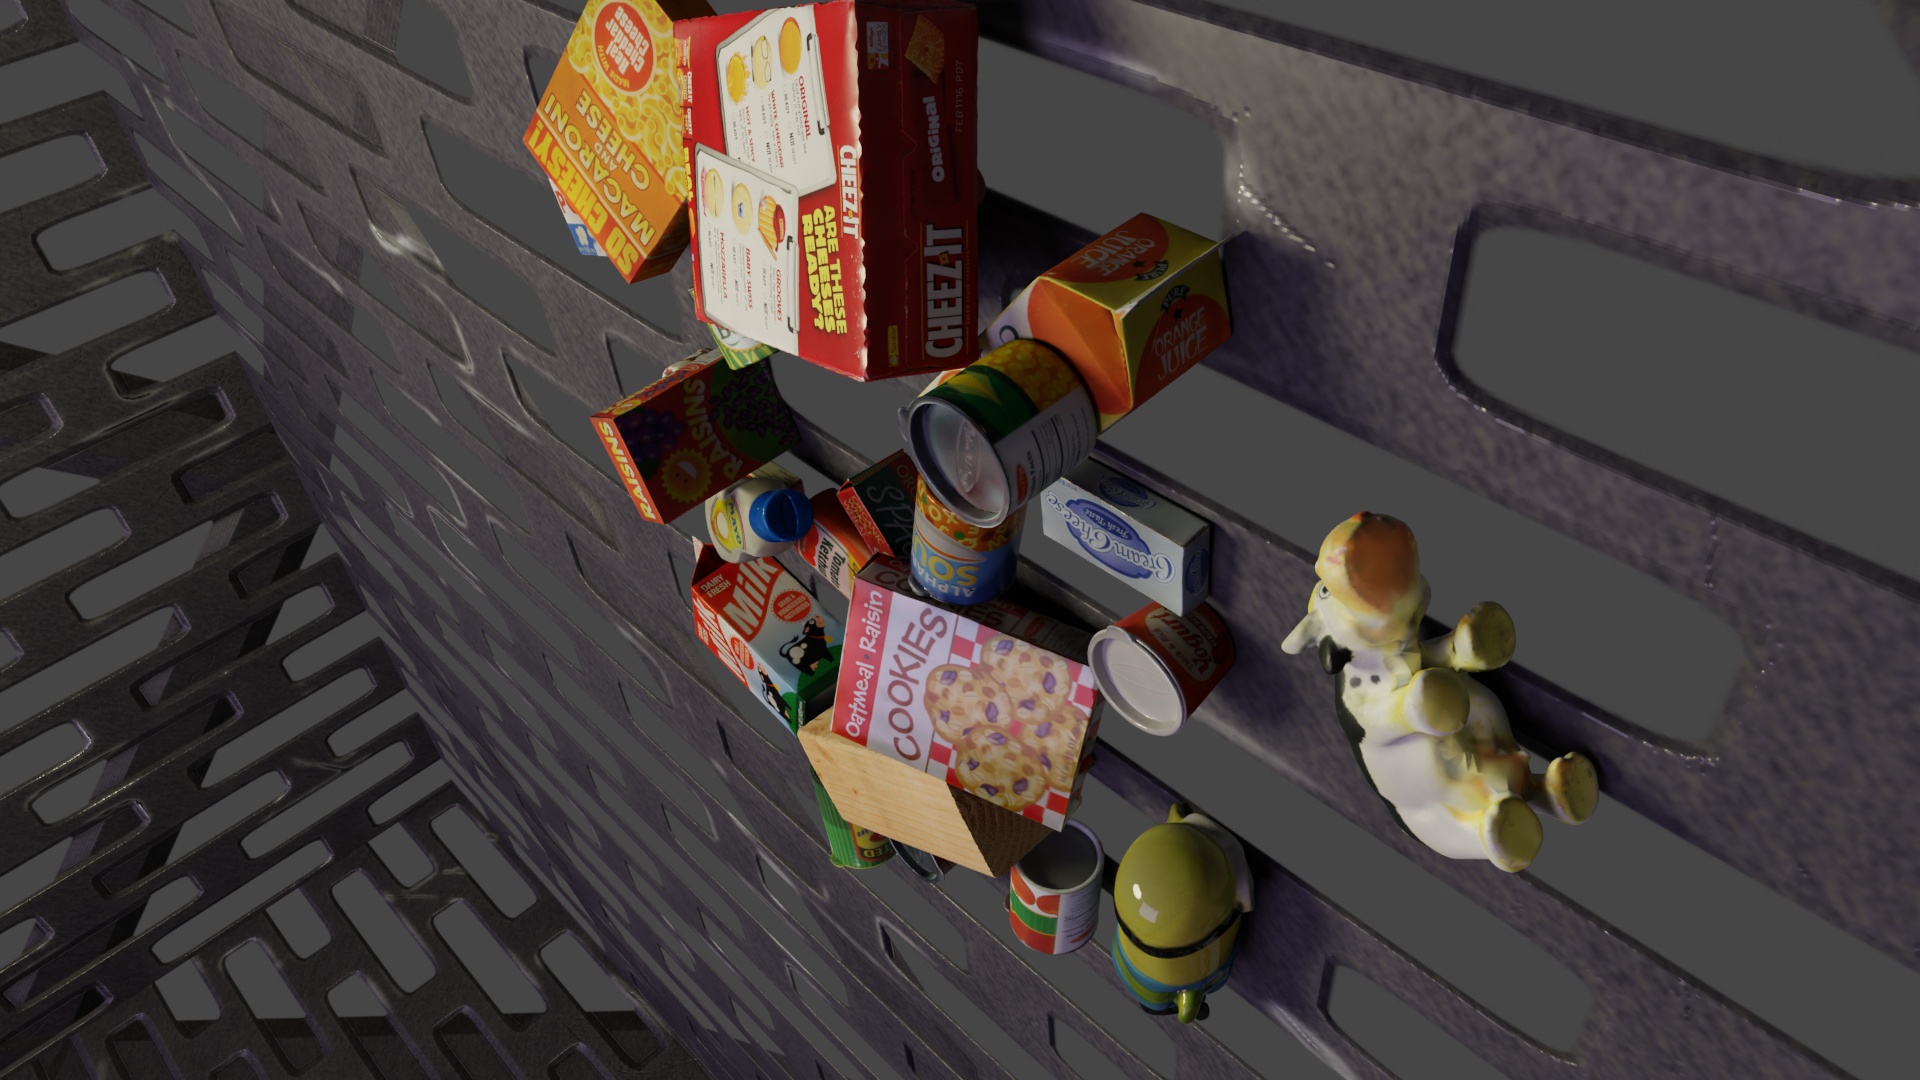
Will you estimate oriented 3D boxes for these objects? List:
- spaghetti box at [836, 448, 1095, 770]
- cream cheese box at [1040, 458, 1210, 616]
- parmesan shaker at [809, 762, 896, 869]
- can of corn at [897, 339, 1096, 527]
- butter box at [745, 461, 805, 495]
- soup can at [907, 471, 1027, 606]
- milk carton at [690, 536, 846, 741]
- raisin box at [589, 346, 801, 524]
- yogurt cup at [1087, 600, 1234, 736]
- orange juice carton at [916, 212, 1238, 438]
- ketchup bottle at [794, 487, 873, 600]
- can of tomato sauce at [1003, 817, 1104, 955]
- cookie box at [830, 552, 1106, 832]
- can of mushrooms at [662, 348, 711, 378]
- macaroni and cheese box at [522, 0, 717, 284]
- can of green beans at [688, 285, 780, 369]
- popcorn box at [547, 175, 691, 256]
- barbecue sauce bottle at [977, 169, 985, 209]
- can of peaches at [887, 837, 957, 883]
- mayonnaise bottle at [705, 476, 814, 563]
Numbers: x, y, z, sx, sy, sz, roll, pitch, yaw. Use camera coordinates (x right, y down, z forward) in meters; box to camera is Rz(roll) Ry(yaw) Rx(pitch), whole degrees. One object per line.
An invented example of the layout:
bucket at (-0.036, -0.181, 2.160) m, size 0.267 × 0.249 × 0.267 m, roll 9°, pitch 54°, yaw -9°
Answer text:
spaghetti box at (0.004, 0.058, 0.915) m, size 0.250 × 0.050 × 0.028 m, roll 59°, pitch 150°, yaw -6°
cream cheese box at (0.088, -0.006, 0.750) m, size 0.104 × 0.024 × 0.053 m, roll 32°, pitch 145°, yaw 36°
parmesan shaker at (-0.092, 0.231, 1.217) m, size 0.071 × 0.071 × 0.102 m, roll 28°, pitch 142°, yaw 39°
can of corn at (0.017, -0.050, 0.623) m, size 0.071 × 0.058 × 0.070 m, roll 37°, pitch 147°, yaw 29°
butter box at (-0.158, -0.042, 1.081) m, size 0.104 × 0.024 × 0.052 m, roll 31°, pitch 142°, yaw 36°
soup can at (0.003, -0.010, 0.823) m, size 0.071 × 0.071 × 0.083 m, roll 40°, pitch 148°, yaw 25°
milk carton at (-0.162, 0.073, 1.155) m, size 0.191 × 0.074 × 0.072 m, roll 41°, pitch 148°, yaw 25°
raisin box at (-0.185, -0.078, 0.980) m, size 0.040 × 0.124 × 0.085 m, roll 10°, pitch 128°, yaw 52°
yogurt cup at (0.112, 0.065, 0.757) m, size 0.072 × 0.054 × 0.072 m, roll 37°, pitch 146°, yaw 30°
orange juice carton at (0.058, -0.088, 0.660) m, size 0.073 × 0.072 × 0.192 m, roll 54°, pitch 152°, yaw 0°
ketchup bottle at (-0.055, 0.029, 0.981) m, size 0.149 × 0.044 × 0.064 m, roll 42°, pitch 144°, yaw 22°
can of tomato sauce at (0.067, 0.247, 1.001) m, size 0.071 × 0.071 × 0.082 m, roll 36°, pitch 145°, yaw 31°
cookie box at (0.005, 0.093, 0.871) m, size 0.167 × 0.040 × 0.122 m, roll 20°, pitch 119°, yaw 17°
can of mushrooms at (-0.195, -0.109, 1.058) m, size 0.071 × 0.033 × 0.070 m, roll 36°, pitch 146°, yaw 29°
macaroni and cheese box at (-0.192, -0.256, 0.850) m, size 0.124 × 0.040 × 0.165 m, roll 53°, pitch 135°, yaw 4°
can of green beans at (-0.130, -0.149, 0.884) m, size 0.071 × 0.071 × 0.057 m, roll -1°, pitch 119°, yaw 57°
popcorn box at (-0.244, -0.246, 0.982) m, size 0.127 × 0.038 × 0.085 m, roll 16°, pitch 132°, yaw 49°
barbecue sauce bottle at (-0.029, -0.154, 0.752) m, size 0.065 × 0.044 × 0.148 m, roll 55°, pitch 151°, yaw 5°
can of peaches at (-0.018, 0.235, 1.124) m, size 0.071 × 0.058 × 0.070 m, roll 36°, pitch 145°, yaw 30°
mayonnaise bottle at (-0.145, -0.016, 0.993) m, size 0.148 × 0.041 × 0.064 m, roll -3°, pitch 100°, yaw 66°
